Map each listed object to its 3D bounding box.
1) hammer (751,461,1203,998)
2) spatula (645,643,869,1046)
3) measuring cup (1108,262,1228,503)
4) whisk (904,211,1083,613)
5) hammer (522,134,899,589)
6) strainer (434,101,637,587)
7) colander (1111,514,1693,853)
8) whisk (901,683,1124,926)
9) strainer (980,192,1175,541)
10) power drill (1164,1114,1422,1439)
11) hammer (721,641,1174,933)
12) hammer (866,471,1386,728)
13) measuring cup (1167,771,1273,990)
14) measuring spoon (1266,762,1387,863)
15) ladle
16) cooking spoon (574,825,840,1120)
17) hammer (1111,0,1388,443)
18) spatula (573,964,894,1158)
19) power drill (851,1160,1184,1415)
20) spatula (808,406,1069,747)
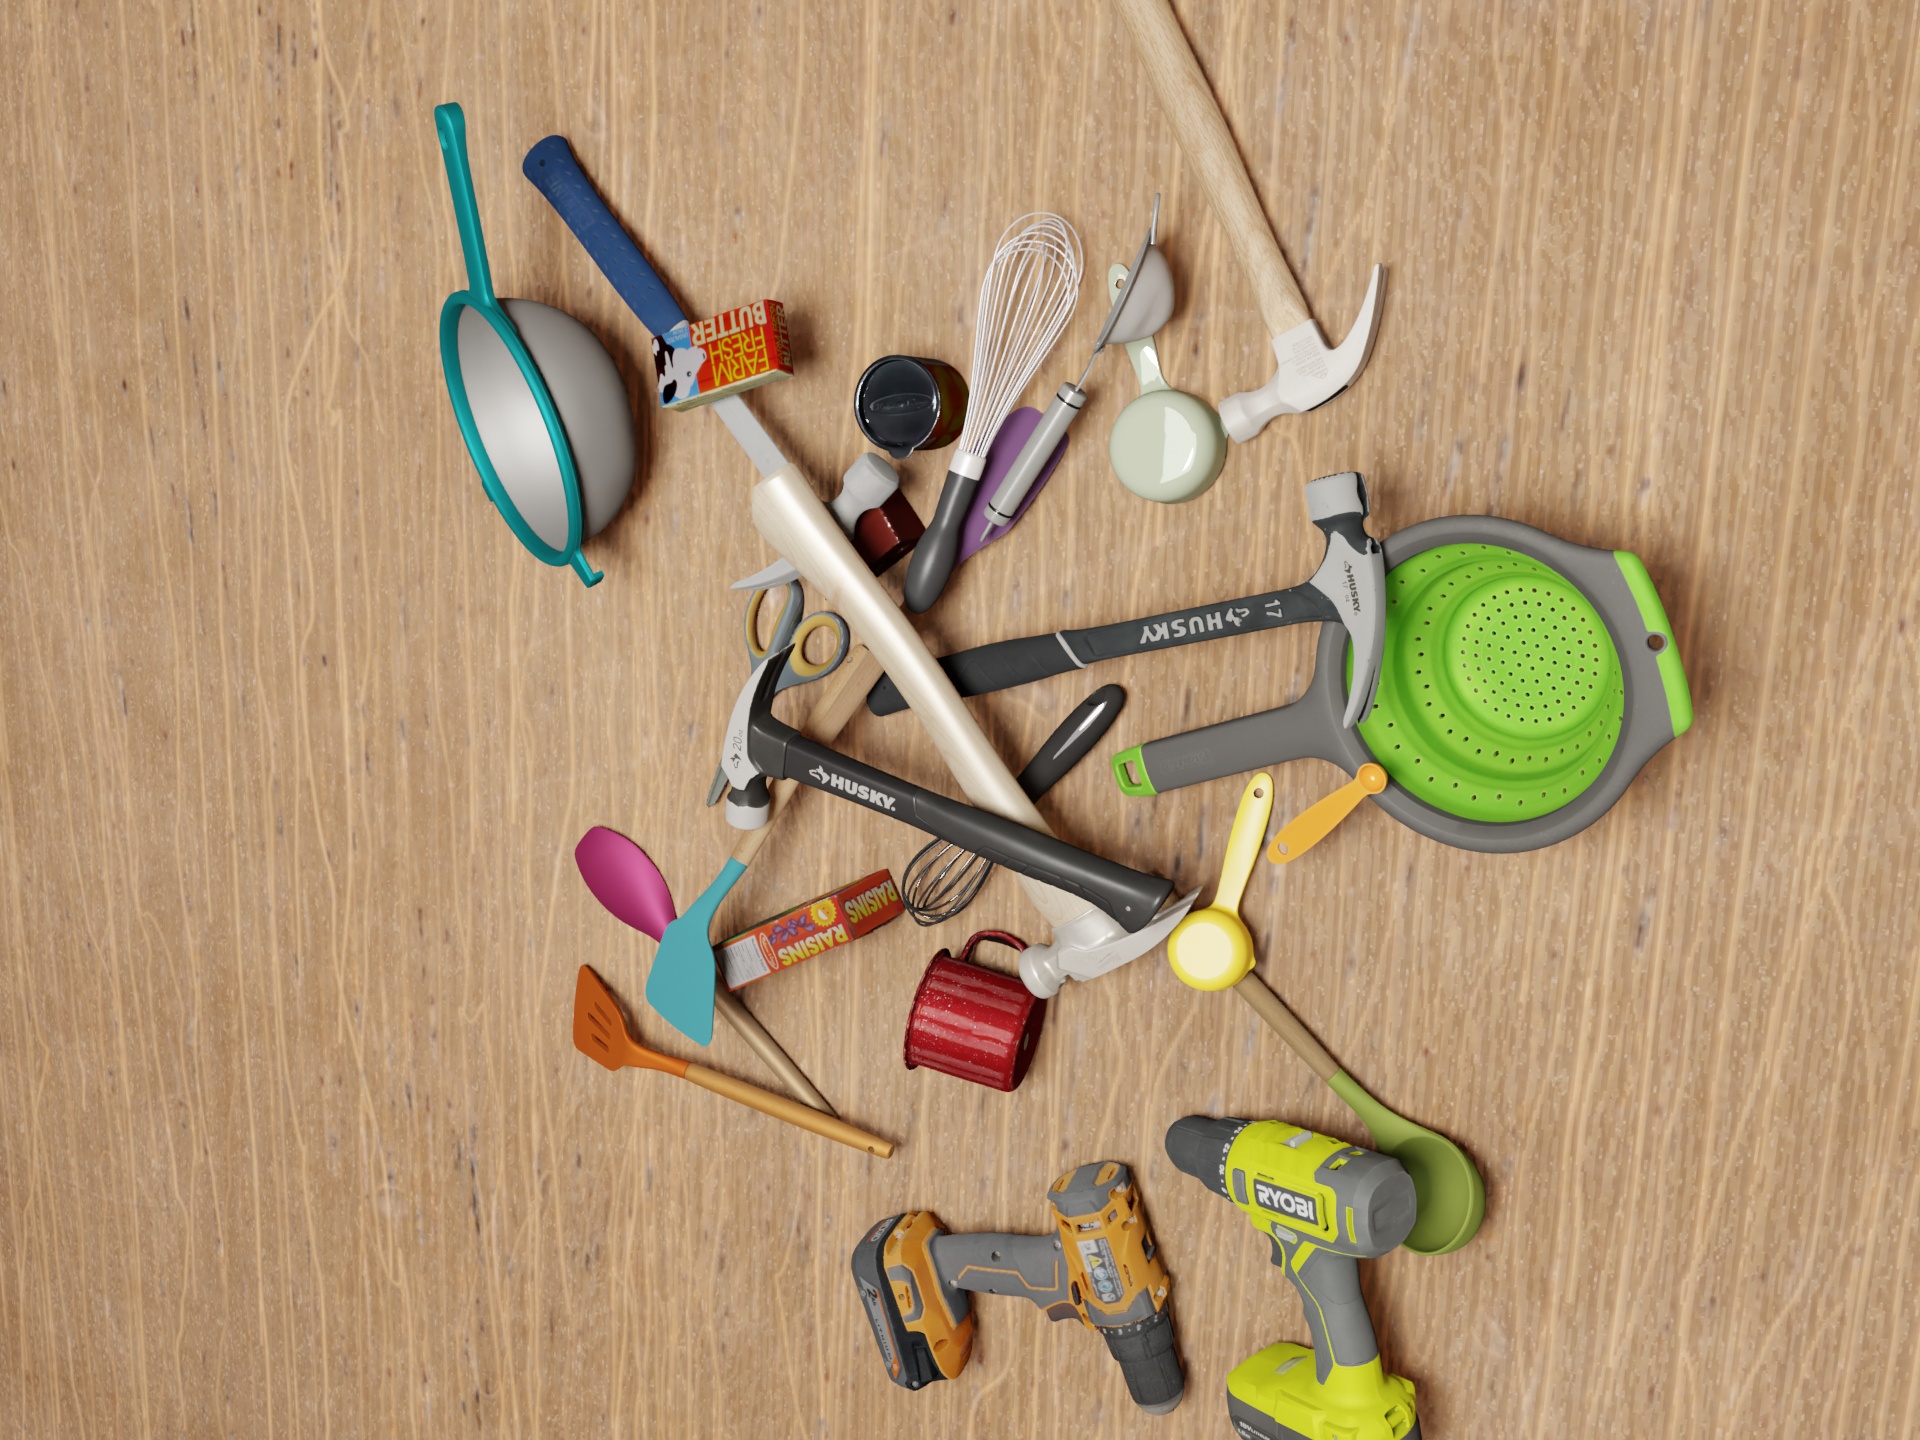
[{"bbox_3d":[-0.002,-0.003,1.086,0.146,0.038,0.410,-32,95,31],"label":"hammer"},{"bbox_3d":[-0.147,0.085,1.190,0.082,0.044,0.317,26,84,39],"label":"spatula"},{"bbox_3d":[0.123,-0.226,1.062,0.083,0.038,0.167,-17,91,25],"label":"measuring cup"},{"bbox_3d":[0.017,-0.206,1.089,0.070,0.070,0.284,24,103,18],"label":"whisk"},{"bbox_3d":[-0.208,-0.272,1.169,0.144,0.035,0.406,-43,73,23],"label":"hammer"},{"bbox_3d":[-0.304,-0.281,1.159,0.211,0.095,0.340,37,141,41],"label":"strainer"},{"bbox_3d":[0.271,-0.012,1.021,0.397,0.094,0.204,-17,93,43],"label":"colander"},{"bbox_3d":[0.037,0.061,1.152,0.055,0.055,0.239,45,108,10],"label":"whisk"},{"bbox_3d":[0.080,-0.221,1.053,0.050,0.087,0.258,31,116,-6],"label":"strainer"},{"bbox_3d":[0.226,0.384,1.089,0.191,0.080,0.228,2,104,52],"label":"power drill"},{"bbox_3d":[-0.014,0.060,1.073,0.335,0.035,0.146,21,121,20],"label":"hammer"},{"bbox_3d":[0.093,-0.046,1.060,0.409,0.036,0.149,-11,91,39],"label":"hammer"},{"bbox_3d":[0.183,0.110,1.087,0.062,0.029,0.156,17,94,23],"label":"measuring cup"},{"bbox_3d":[0.232,0.060,1.010,0.021,0.011,0.117,55,138,14],"label":"measuring spoon"},{"bbox_3d":[0.232,0.228,1.089,0.320,0.062,0.078,47,122,12],"label":"ladle"},{"bbox_3d":[-0.208,0.212,1.297,0.319,0.017,0.068,46,116,10],"label":"cooking spoon"},{"bbox_3d":[0.169,-0.356,1.024,0.130,0.031,0.331,-25,89,26],"label":"hammer"},{"bbox_3d":[-0.194,0.288,1.291,0.323,0.041,0.081,16,109,21],"label":"spatula"},{"bbox_3d":[0.050,0.442,1.197,0.226,0.084,0.185,-18,93,21],"label":"power drill"},{"bbox_3d":[-0.032,-0.087,1.140,0.060,0.018,0.316,38,100,15],"label":"spatula"}]
